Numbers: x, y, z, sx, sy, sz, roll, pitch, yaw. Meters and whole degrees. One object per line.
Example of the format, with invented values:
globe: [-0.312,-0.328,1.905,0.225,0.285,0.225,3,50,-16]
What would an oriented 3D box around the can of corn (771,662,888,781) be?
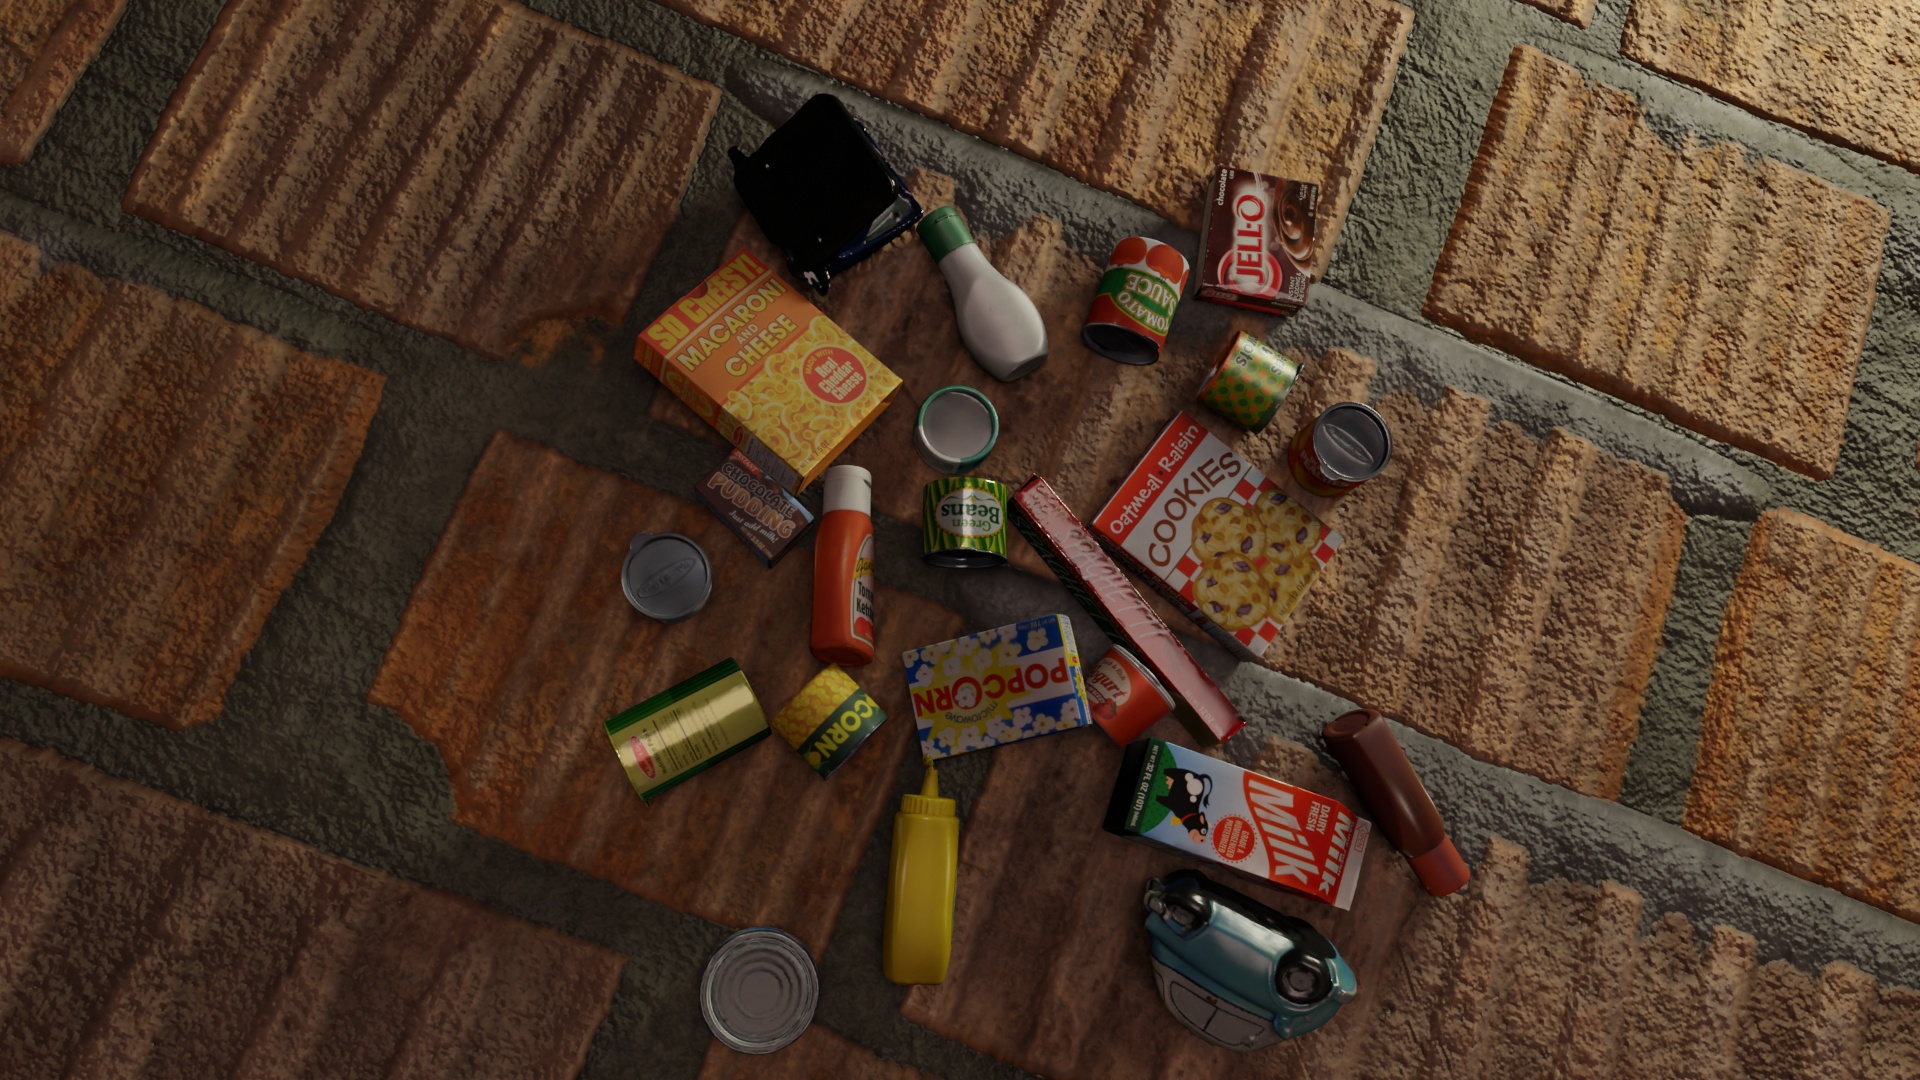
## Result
can of corn: [-0.095,0.132,1.017,0.058,0.071,0.071,45,76,4]

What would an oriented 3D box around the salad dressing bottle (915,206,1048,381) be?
salad dressing bottle: [0.016,-0.201,1.123,0.064,0.044,0.148,-29,81,-11]

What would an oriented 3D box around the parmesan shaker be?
parmesan shaker: [-0.196,0.139,1.006,0.103,0.071,0.071,-27,82,-13]

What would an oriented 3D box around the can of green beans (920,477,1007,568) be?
can of green beans: [0.003,-0.013,1.066,0.071,0.071,0.058,3,77,-7]

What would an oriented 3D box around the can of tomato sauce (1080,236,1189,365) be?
can of tomato sauce: [0.143,-0.194,1.124,0.071,0.071,0.083,22,75,-2]

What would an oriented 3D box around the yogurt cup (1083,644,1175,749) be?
yogurt cup: [0.121,0.121,1.053,0.054,0.072,0.072,-43,86,-6]

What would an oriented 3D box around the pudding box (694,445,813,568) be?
pudding box: [-0.158,-0.026,1.066,0.084,0.030,0.050,44,75,4]

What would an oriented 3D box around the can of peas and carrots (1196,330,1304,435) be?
can of peas and carrots: [0.233,-0.129,1.121,0.059,0.070,0.071,31,75,1]

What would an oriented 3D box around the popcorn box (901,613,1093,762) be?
popcorn box: [0.027,0.110,1.030,0.126,0.038,0.085,-15,79,16]

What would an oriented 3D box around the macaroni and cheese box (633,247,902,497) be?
macaroni and cheese box: [-0.148,-0.133,1.072,0.166,0.040,0.124,41,60,2]

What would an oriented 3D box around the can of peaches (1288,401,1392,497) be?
can of peaches: [0.304,-0.071,1.124,0.071,0.058,0.071,2,78,-7]

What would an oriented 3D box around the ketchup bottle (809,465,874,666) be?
ketchup bottle: [-0.088,0.017,1.051,0.043,0.064,0.149,-6,68,14]

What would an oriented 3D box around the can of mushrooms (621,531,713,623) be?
can of mushrooms: [-0.221,0.027,1.044,0.071,0.033,0.071,1,78,-7]

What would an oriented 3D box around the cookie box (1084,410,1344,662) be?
cookie box: [0.200,-0.004,1.104,0.167,0.040,0.123,39,75,1]

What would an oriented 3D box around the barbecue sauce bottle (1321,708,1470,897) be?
barbecue sauce bottle: [0.336,0.202,1.065,0.044,0.065,0.148,-32,92,-11]

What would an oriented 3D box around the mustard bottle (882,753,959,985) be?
mustard bottle: [-0.027,0.235,1.001,0.049,0.065,0.160,6,82,-9]

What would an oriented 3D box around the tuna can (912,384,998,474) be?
tuna can: [-0.002,-0.090,1.100,0.071,0.032,0.071,2,78,-7]

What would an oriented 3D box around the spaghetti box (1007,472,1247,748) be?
spaghetti box: [0.124,0.055,1.075,0.029,0.050,0.250,-38,84,-15]

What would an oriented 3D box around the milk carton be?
milk carton: [0.211,0.213,1.038,0.191,0.073,0.072,20,75,-3]
